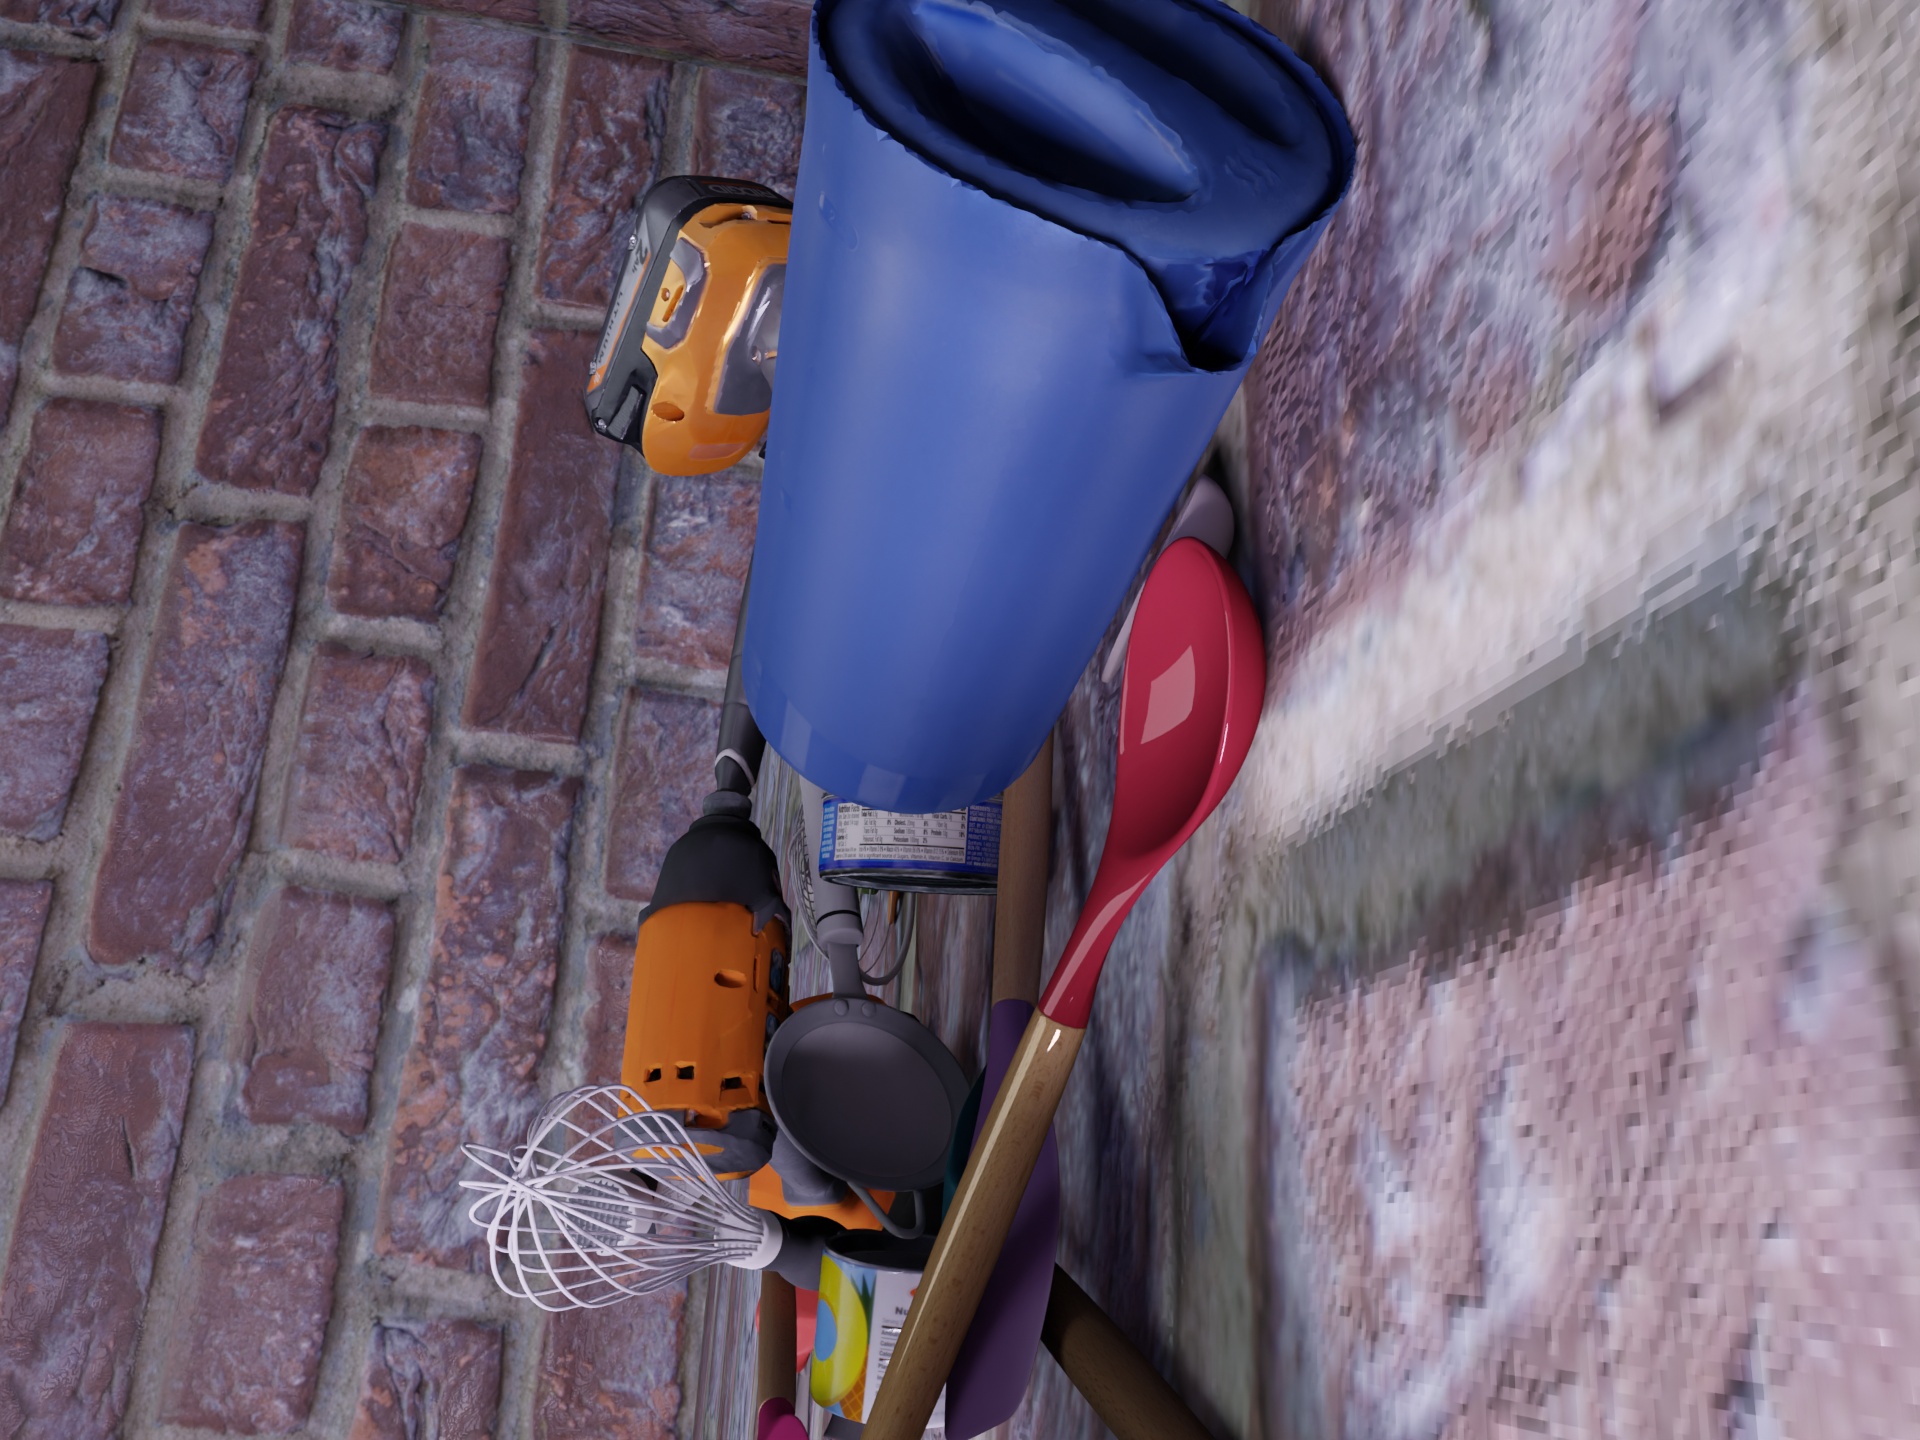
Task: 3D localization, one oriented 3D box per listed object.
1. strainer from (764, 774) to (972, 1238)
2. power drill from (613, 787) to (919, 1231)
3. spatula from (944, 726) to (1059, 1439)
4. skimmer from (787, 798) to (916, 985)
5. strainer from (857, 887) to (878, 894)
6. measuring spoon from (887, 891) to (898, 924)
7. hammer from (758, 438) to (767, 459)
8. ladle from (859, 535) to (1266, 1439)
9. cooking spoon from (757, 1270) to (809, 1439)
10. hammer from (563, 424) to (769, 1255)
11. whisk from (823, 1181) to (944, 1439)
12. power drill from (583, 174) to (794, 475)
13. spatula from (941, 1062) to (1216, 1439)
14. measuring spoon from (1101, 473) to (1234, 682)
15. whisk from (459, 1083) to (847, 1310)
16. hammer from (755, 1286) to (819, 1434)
[{"bbox_3d":[-0.047,0.094,0.647,0.050,0.086,0.259,-55,35,41],"label":"strainer"},{"bbox_3d":[-0.081,0.143,0.719,0.226,0.084,0.164,63,-157,-56],"label":"power drill"},{"bbox_3d":[0.021,0.074,0.533,0.059,0.018,0.316,-49,25,41],"label":"spatula"},{"bbox_3d":[-0.001,-0.002,0.754,0.363,0.090,0.127,122,166,-45],"label":"skimmer"},{"bbox_3d":[-0.057,-0.010,0.955,0.152,0.069,0.256,-105,25,-64],"label":"strainer"},{"bbox_3d":[-0.033,0.080,0.941,0.021,0.011,0.116,-92,10,-50],"label":"measuring spoon"},{"bbox_3d":[-0.068,-0.128,0.902,0.127,0.034,0.337,-56,25,26],"label":"hammer"},{"bbox_3d":[0.018,0.103,0.431,0.069,0.031,0.315,-130,59,-69],"label":"ladle"},{"bbox_3d":[-0.077,0.280,0.672,0.069,0.017,0.319,-62,8,1],"label":"cooking spoon"},{"bbox_3d":[-0.112,0.045,0.790,0.149,0.036,0.409,26,-106,-76],"label":"hammer"},{"bbox_3d":[-0.051,0.313,0.643,0.073,0.073,0.296,118,172,-64],"label":"whisk"},{"bbox_3d":[-0.059,-0.096,0.653,0.226,0.084,0.185,43,124,25],"label":"power drill"},{"bbox_3d":[0.034,0.167,0.474,0.317,0.044,0.082,-173,91,-75],"label":"spatula"},{"bbox_3d":[0.061,-0.034,0.479,0.034,0.018,0.124,-63,-4,-19],"label":"measuring spoon"},{"bbox_3d":[-0.089,0.184,0.575,0.284,0.070,0.070,54,-145,-62],"label":"whisk"},{"bbox_3d":[-0.100,0.378,0.944,0.358,0.036,0.149,103,170,-66],"label":"hammer"}]
